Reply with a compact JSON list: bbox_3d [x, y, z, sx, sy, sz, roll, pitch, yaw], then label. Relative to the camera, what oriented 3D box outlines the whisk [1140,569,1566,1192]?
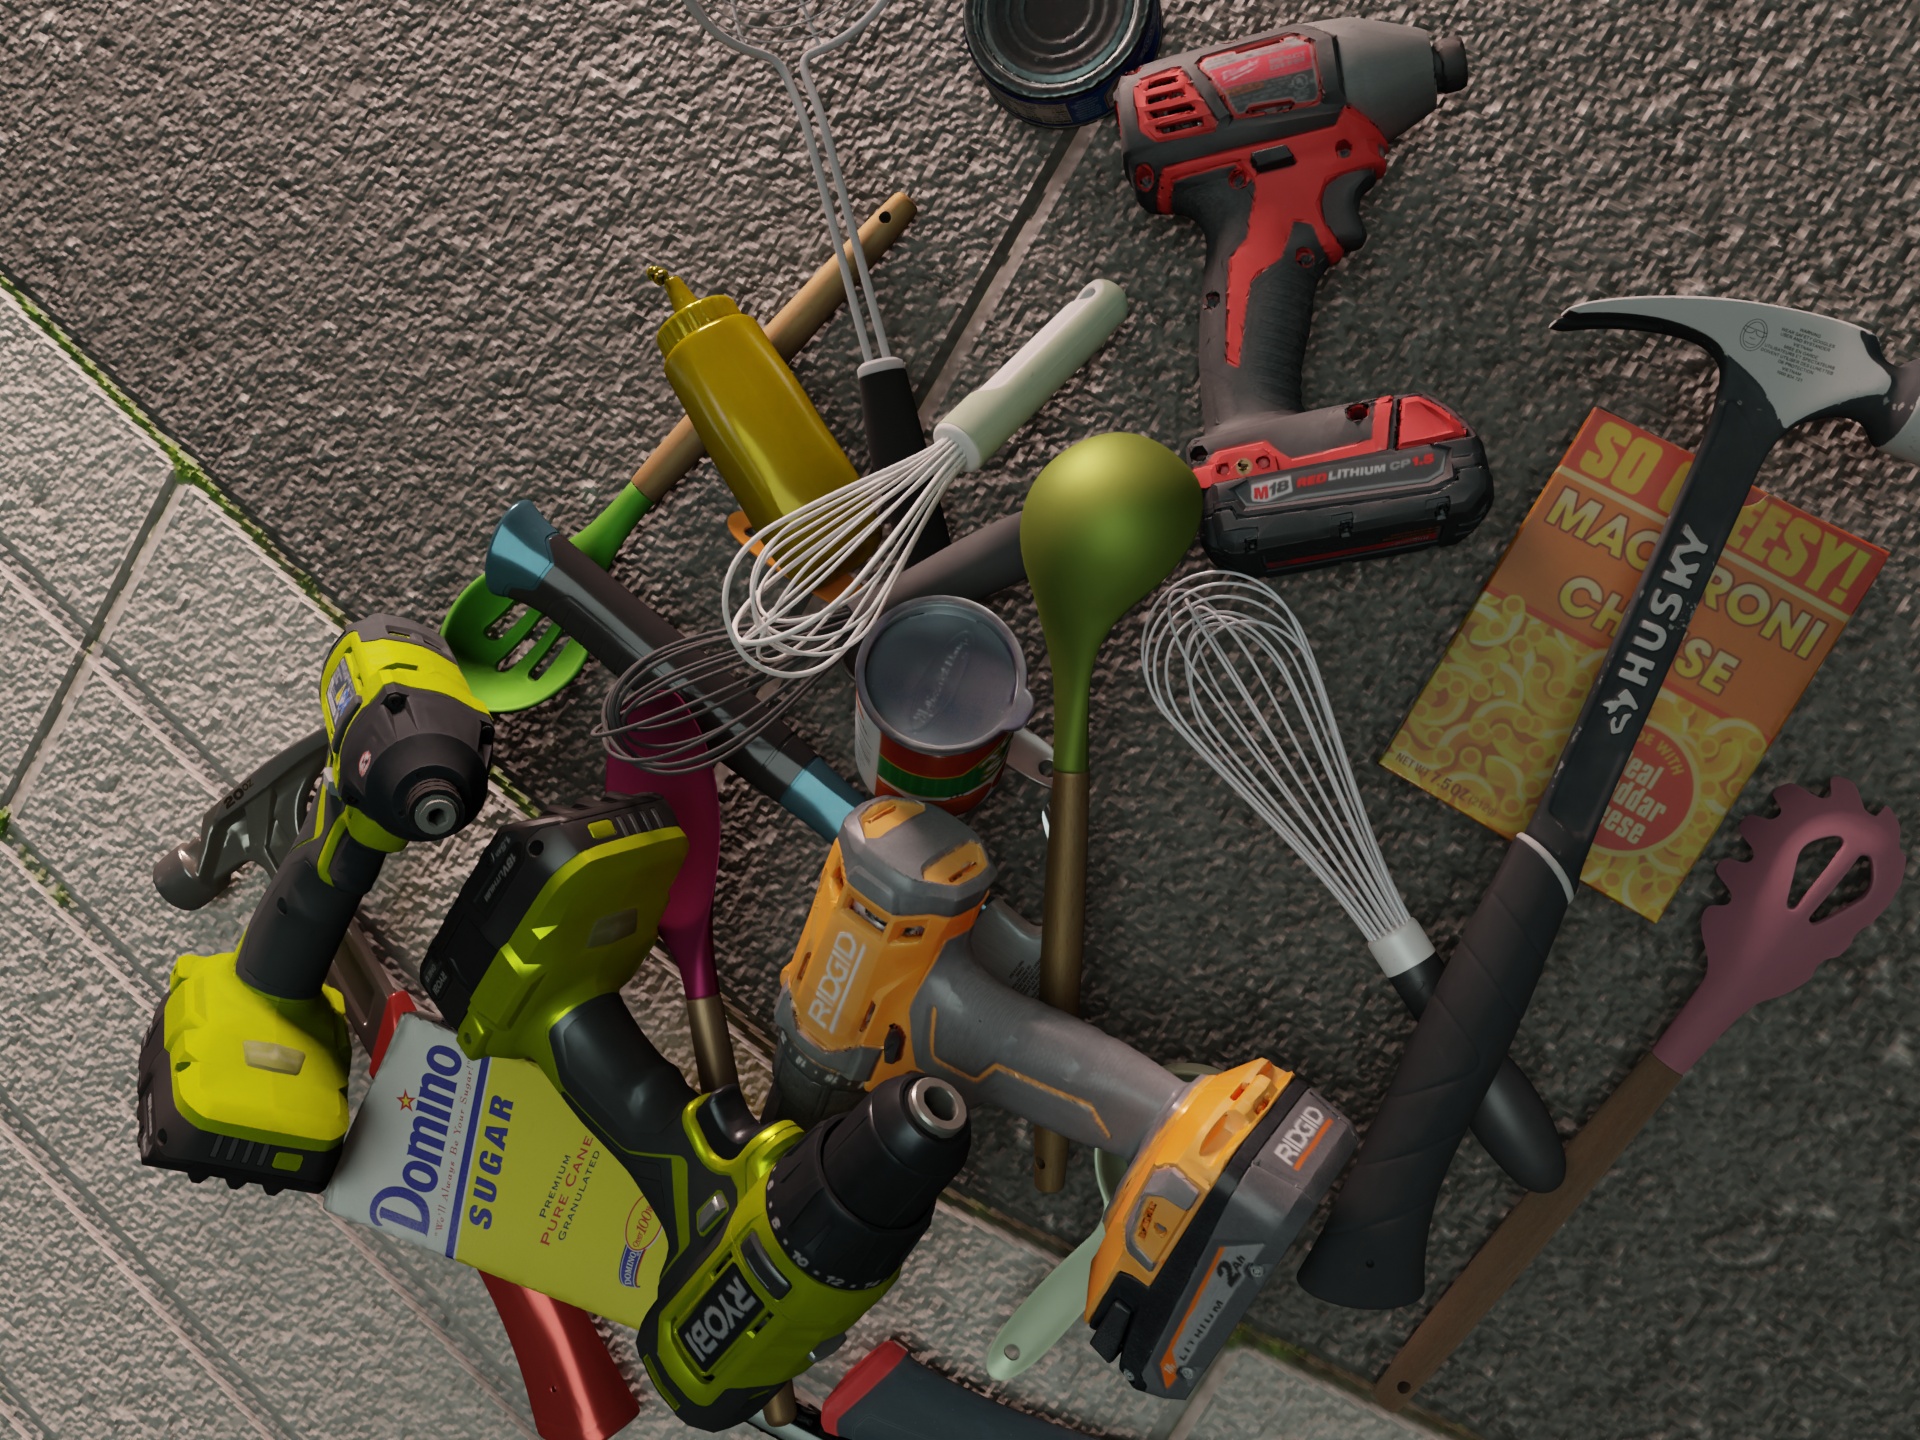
[{"bbox_3d":[0.161,0.065,0.647,0.070,0.070,0.285,-32,82,11],"label":"whisk"}]

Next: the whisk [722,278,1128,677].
[{"bbox_3d":[-0.007,-0.108,0.652,0.246,0.058,0.059,-47,115,-25],"label":"whisk"}]

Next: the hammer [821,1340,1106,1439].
[{"bbox_3d":[0.123,0.355,0.666,0.386,0.038,0.143,12,93,14],"label":"hammer"}]

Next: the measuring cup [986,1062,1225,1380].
[{"bbox_3d":[0.069,0.218,0.683,0.083,0.038,0.167,41,100,11],"label":"measuring cup"}]

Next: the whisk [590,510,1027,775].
[{"bbox_3d":[-0.043,-0.042,0.667,0.239,0.055,0.055,-27,82,-13],"label":"whisk"}]

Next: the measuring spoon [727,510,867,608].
[{"bbox_3d":[-0.064,-0.064,0.727,0.117,0.011,0.021,35,64,23],"label":"measuring spoon"}]

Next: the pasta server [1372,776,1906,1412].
[{"bbox_3d":[0.267,0.157,0.642,0.060,0.040,0.316,37,101,12],"label":"pasta server"}]

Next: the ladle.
[{"bbox_3d":[0.053,0.044,0.656,0.078,0.062,0.320,15,108,45],"label":"ladle"}]

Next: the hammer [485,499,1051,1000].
[{"bbox_3d":[-0.084,0.019,0.711,0.331,0.033,0.128,39,97,5],"label":"hammer"}]

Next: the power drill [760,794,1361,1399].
[{"bbox_3d":[0.018,0.160,0.630,0.226,0.084,0.185,34,122,19],"label":"power drill"}]

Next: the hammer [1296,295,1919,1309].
[{"bbox_3d":[0.223,0.035,0.597,0.149,0.036,0.409,24,93,7],"label":"hammer"}]

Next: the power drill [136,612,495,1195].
[{"bbox_3d":[-0.269,0.079,0.677,0.080,0.171,0.223,22,100,-32],"label":"power drill"}]

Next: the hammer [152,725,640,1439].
[{"bbox_3d":[-0.250,0.176,0.764,0.149,0.036,0.359,-35,81,11],"label":"hammer"}]

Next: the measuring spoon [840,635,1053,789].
[{"bbox_3d":[-0.001,-0.002,0.717,0.124,0.018,0.034,34,66,6],"label":"measuring spoon"}]

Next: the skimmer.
[{"bbox_3d":[-0.036,-0.216,0.675,0.090,0.127,0.363,-8,98,58],"label":"skimmer"}]

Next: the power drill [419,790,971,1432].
[{"bbox_3d":[-0.105,0.139,0.625,0.229,0.080,0.190,49,123,20],"label":"power drill"}]

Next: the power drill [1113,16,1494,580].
[{"bbox_3d":[0.148,-0.178,0.654,0.143,0.078,0.220,-10,84,13],"label":"power drill"}]

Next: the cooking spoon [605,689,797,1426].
[{"bbox_3d":[-0.106,0.145,0.688,0.069,0.017,0.319,-12,87,34],"label":"cooking spoon"}]

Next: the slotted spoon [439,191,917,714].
[{"bbox_3d":[-0.130,-0.125,0.745,0.070,0.031,0.314,45,97,9],"label":"slotted spoon"}]
